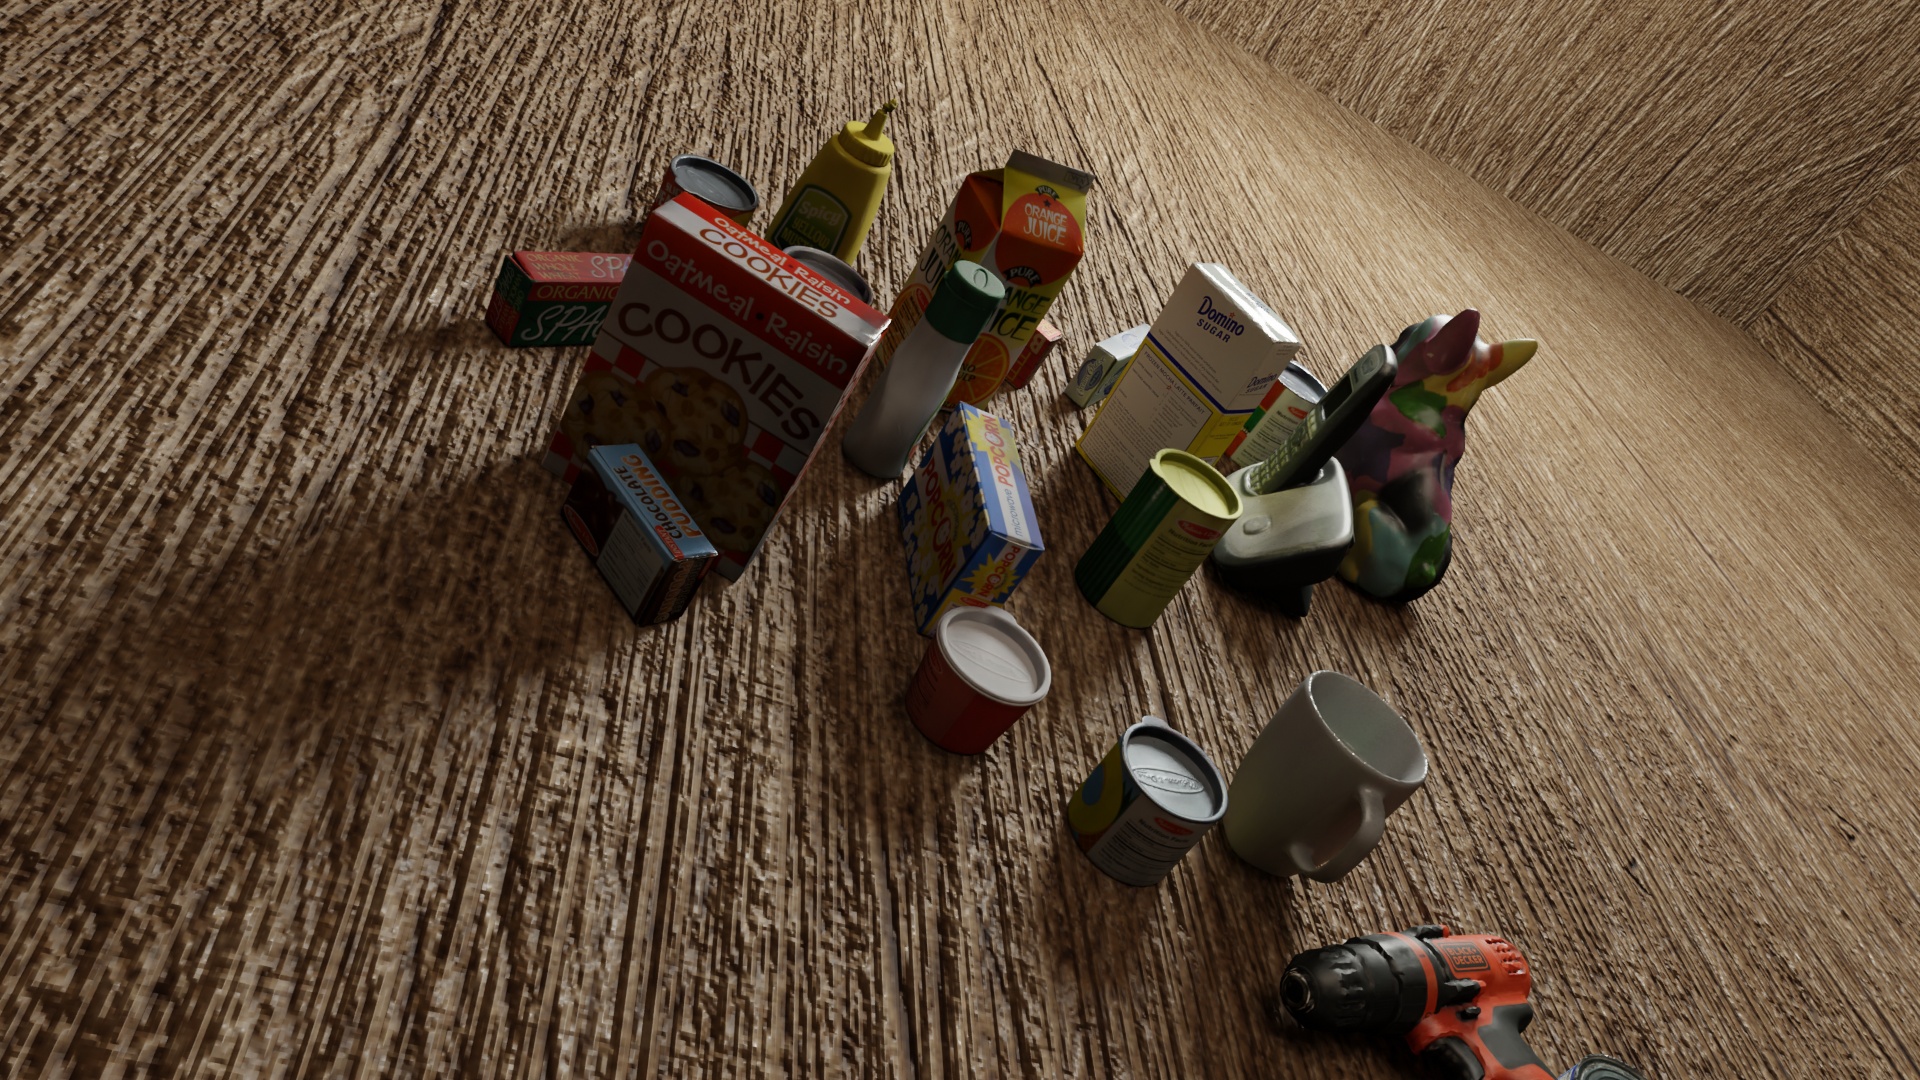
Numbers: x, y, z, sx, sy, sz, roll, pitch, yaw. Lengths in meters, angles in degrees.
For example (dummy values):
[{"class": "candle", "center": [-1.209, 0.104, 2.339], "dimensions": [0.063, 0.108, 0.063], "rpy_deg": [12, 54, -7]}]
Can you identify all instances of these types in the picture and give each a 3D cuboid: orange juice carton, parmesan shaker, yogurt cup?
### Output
[{"class": "orange juice carton", "center": [0.018, -0.185, 0.974], "dimensions": [0.072, 0.191, 0.073], "rpy_deg": [10, 39, -34]}, {"class": "parmesan shaker", "center": [0.125, -0.001, 0.909], "dimensions": [0.071, 0.102, 0.072], "rpy_deg": [24, 33, -16]}, {"class": "yogurt cup", "center": [0.006, 0.077, 0.741], "dimensions": [0.072, 0.053, 0.073], "rpy_deg": [24, 33, -16]}]

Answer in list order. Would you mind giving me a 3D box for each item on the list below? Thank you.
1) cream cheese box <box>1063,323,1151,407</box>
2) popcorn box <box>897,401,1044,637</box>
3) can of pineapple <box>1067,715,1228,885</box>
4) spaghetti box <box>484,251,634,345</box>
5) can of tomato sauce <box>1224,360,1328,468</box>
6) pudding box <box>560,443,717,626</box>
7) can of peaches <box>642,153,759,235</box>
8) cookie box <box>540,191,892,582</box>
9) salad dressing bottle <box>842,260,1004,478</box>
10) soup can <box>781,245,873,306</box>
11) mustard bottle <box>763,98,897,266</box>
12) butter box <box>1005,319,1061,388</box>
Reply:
[{"class": "cream cheese box", "center": [0.128, -0.146, 1.153], "dimensions": [0.024, 0.053, 0.104], "rpy_deg": [41, 32, 12]}, {"class": "popcorn box", "center": [0.003, -0.010, 0.827], "dimensions": [0.038, 0.084, 0.127], "rpy_deg": [18, 35, -24]}, {"class": "can of pineapple", "center": [0.099, 0.139, 0.738], "dimensions": [0.071, 0.057, 0.071], "rpy_deg": [24, 33, -16]}, {"class": "spaghetti box", "center": [-0.181, -0.154, 0.888], "dimensions": [0.251, 0.050, 0.029], "rpy_deg": [-12, 53, -49]}, {"class": "can of tomato sauce", "center": [0.269, -0.109, 1.202], "dimensions": [0.071, 0.082, 0.071], "rpy_deg": [24, 33, -16]}, {"class": "pudding box", "center": [-0.164, -0.004, 0.701], "dimensions": [0.030, 0.049, 0.084], "rpy_deg": [-11, 53, -49]}, {"class": "can of peaches", "center": [-0.185, -0.229, 0.978], "dimensions": [0.071, 0.057, 0.071], "rpy_deg": [24, 33, -16]}, {"class": "cookie box", "center": [-0.129, -0.076, 0.718], "dimensions": [0.123, 0.166, 0.040], "rpy_deg": [32, 31, -4]}, {"class": "salad dressing bottle", "center": [-0.023, -0.106, 0.873], "dimensions": [0.044, 0.147, 0.064], "rpy_deg": [28, 32, -10]}, {"class": "soup can", "center": [-0.103, -0.136, 0.902], "dimensions": [0.071, 0.083, 0.072], "rpy_deg": [24, 33, -16]}, {"class": "mustard bottle", "center": [-0.088, -0.248, 0.995], "dimensions": [0.065, 0.159, 0.049], "rpy_deg": [33, 31, -2]}, {"class": "butter box", "center": [0.026, -0.172, 1.096], "dimensions": [0.103, 0.053, 0.024], "rpy_deg": [42, 32, 13]}]
